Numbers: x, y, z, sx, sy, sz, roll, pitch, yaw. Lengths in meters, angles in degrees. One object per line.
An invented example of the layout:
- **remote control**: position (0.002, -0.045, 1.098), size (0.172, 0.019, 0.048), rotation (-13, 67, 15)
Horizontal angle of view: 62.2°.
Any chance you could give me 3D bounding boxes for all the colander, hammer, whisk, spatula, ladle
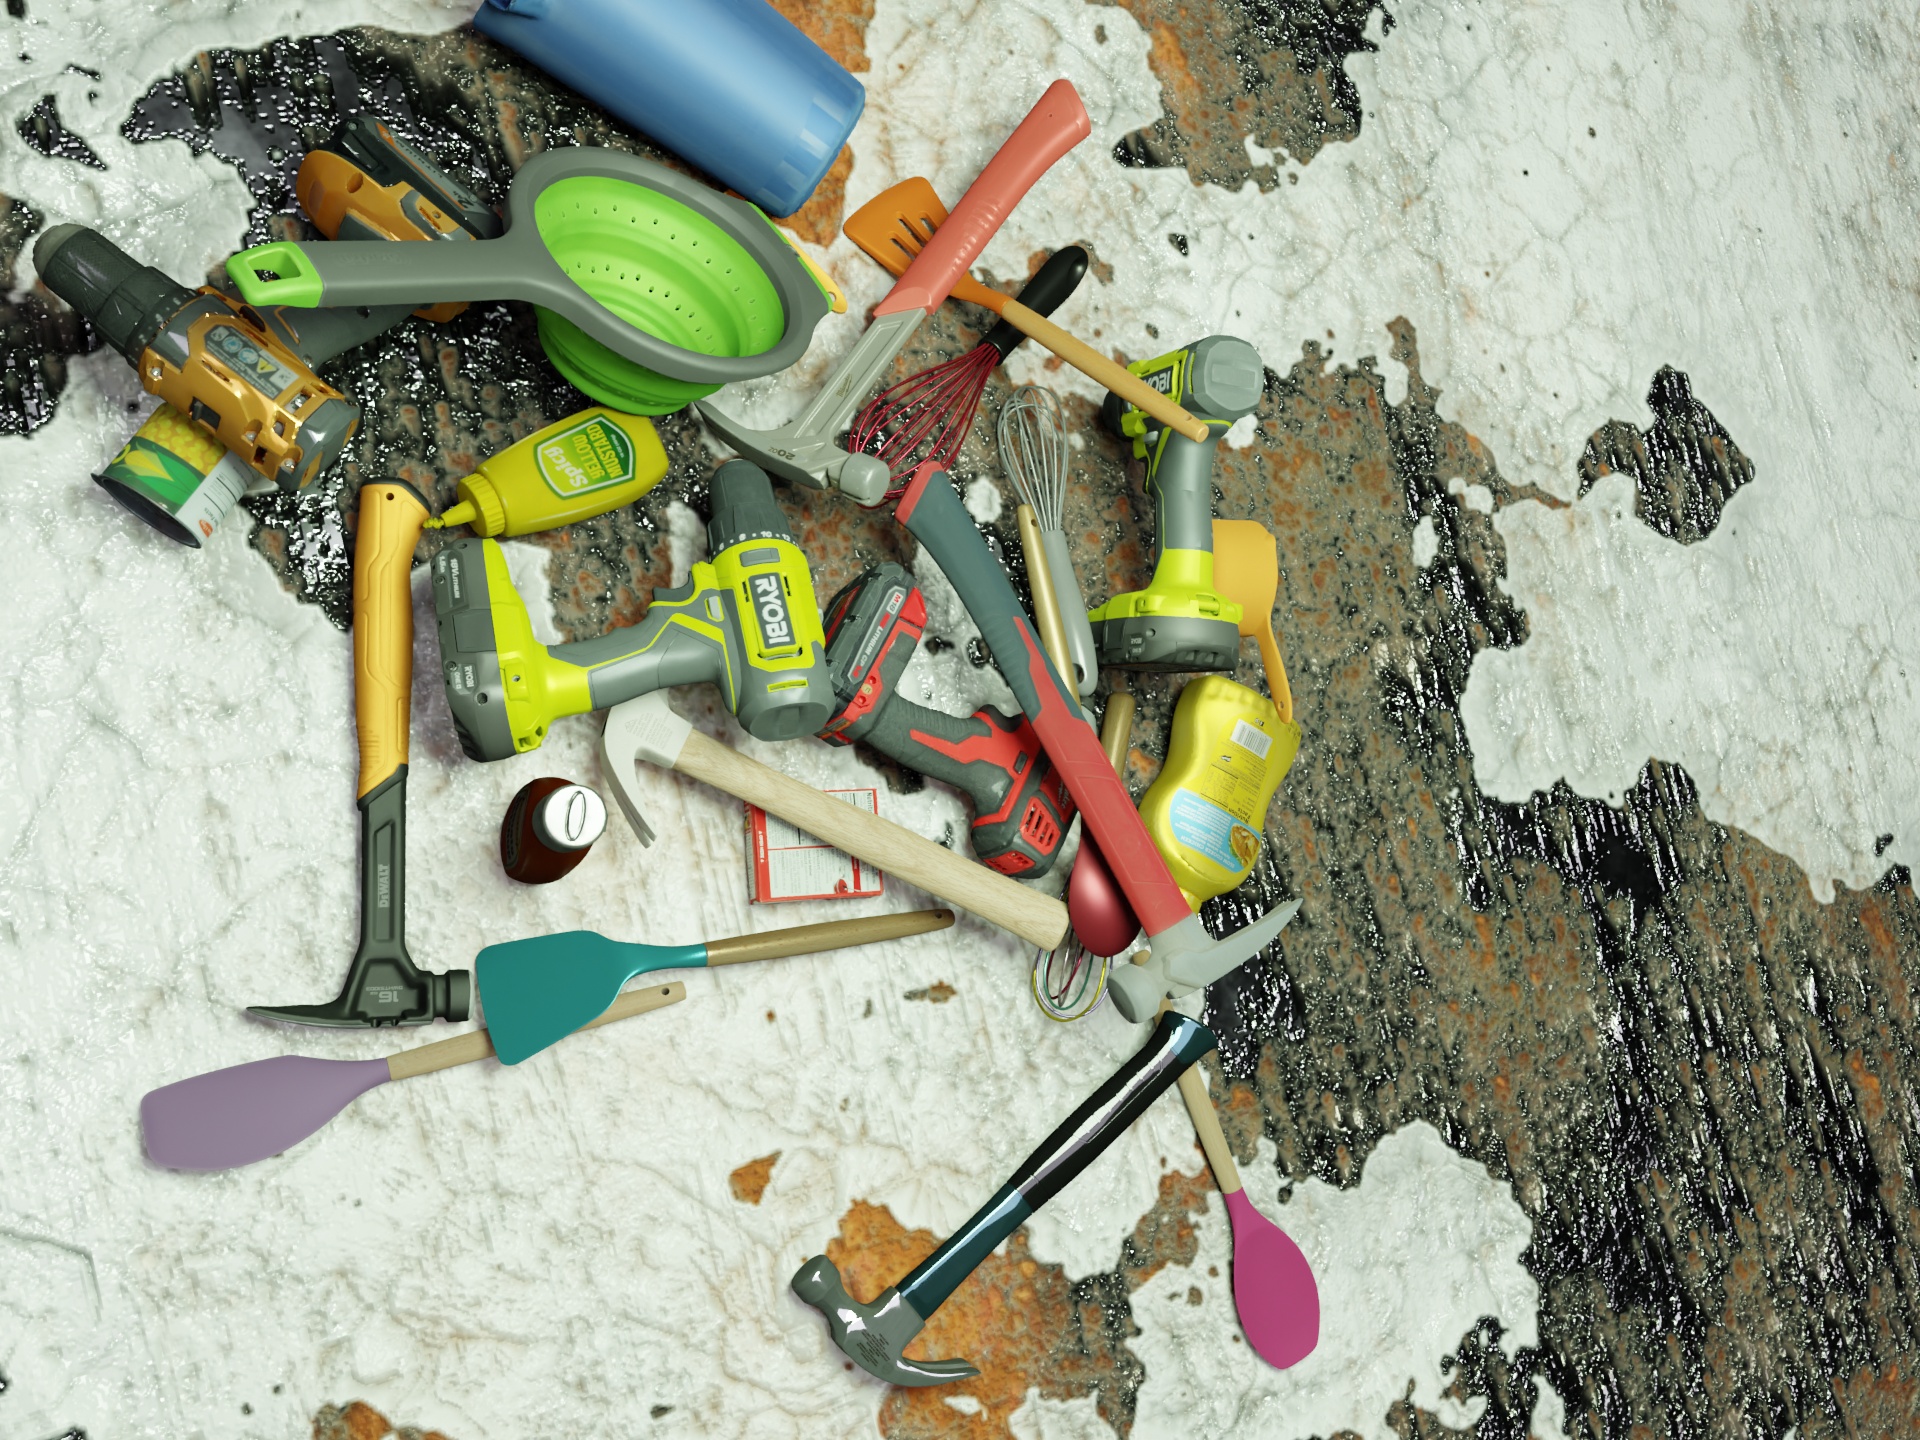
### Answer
- **colander**: position (-0.255, -0.246, 0.961), size (0.397, 0.094, 0.205), rotation (-21, 68, -48)
- **hammer**: position (-0.079, 0.070, 1.036), size (0.331, 0.031, 0.130), rotation (27, 63, -10)
- **whisk**: position (0.011, -0.255, 1.149), size (0.073, 0.073, 0.296), rotation (44, 63, -10)
- **spatula**: position (-0.146, 0.153, 1.031), size (0.317, 0.044, 0.082), rotation (-4, 53, -30)
- **hammer**: position (0.049, 0.313, 1.078), size (0.331, 0.033, 0.128), rotation (-39, 98, -19)
- **whisk**: position (0.067, -0.132, 1.142), size (0.055, 0.055, 0.239), rotation (-6, 76, -23)
- **ladle**: position (0.077, 0.004, 1.084), size (0.069, 0.031, 0.315), rotation (-6, 81, -38)
- **spatula**: position (-0.318, 0.205, 0.959), size (0.316, 0.018, 0.060), rotation (-13, 66, -24)
- **hammer**: position (0.078, -0.004, 1.051), size (0.143, 0.038, 0.386), rotation (-27, 85, -20)
- **spatula**: position (0.049, -0.283, 1.109), size (0.081, 0.041, 0.323), rotation (-39, 60, -19)
- **hammer**: position (-0.027, -0.311, 1.101), size (0.149, 0.036, 0.359), rotation (28, 73, 21)
- **whisk**: position (0.091, 0.094, 1.138), size (0.051, 0.047, 0.245), rotation (23, 69, -30)
- **hammer**: position (-0.359, 0.016, 0.966), size (0.127, 0.034, 0.337), rotation (2, 81, -23)

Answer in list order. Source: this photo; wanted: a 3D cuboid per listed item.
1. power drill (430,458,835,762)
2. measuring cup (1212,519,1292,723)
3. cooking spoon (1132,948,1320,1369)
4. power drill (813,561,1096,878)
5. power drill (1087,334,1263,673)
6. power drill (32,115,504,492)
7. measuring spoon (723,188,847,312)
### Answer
- **power drill**: position (-0.203, -0.069, 0.989), size (0.228, 0.080, 0.191), rotation (-10, 65, -13)
- **measuring cup**: position (0.198, -0.071, 1.161), size (0.052, 0.095, 0.174), rotation (3, 55, -20)
- **cooking spoon**: position (0.188, 0.316, 1.153), size (0.068, 0.017, 0.319), rotation (-21, 91, -25)
- **power drill**: position (-0.002, -0.003, 1.093), size (0.219, 0.078, 0.143), rotation (36, 62, -17)
- **power drill**: position (0.144, -0.148, 1.137), size (0.080, 0.171, 0.223), rotation (5, 88, -23)
- **power drill**: position (-0.400, -0.264, 0.939), size (0.185, 0.084, 0.226), rotation (38, 53, -13)
- **measuring spoon**: position (-0.125, -0.332, 1.133), size (0.116, 0.011, 0.021), rotation (42, 63, -15)
